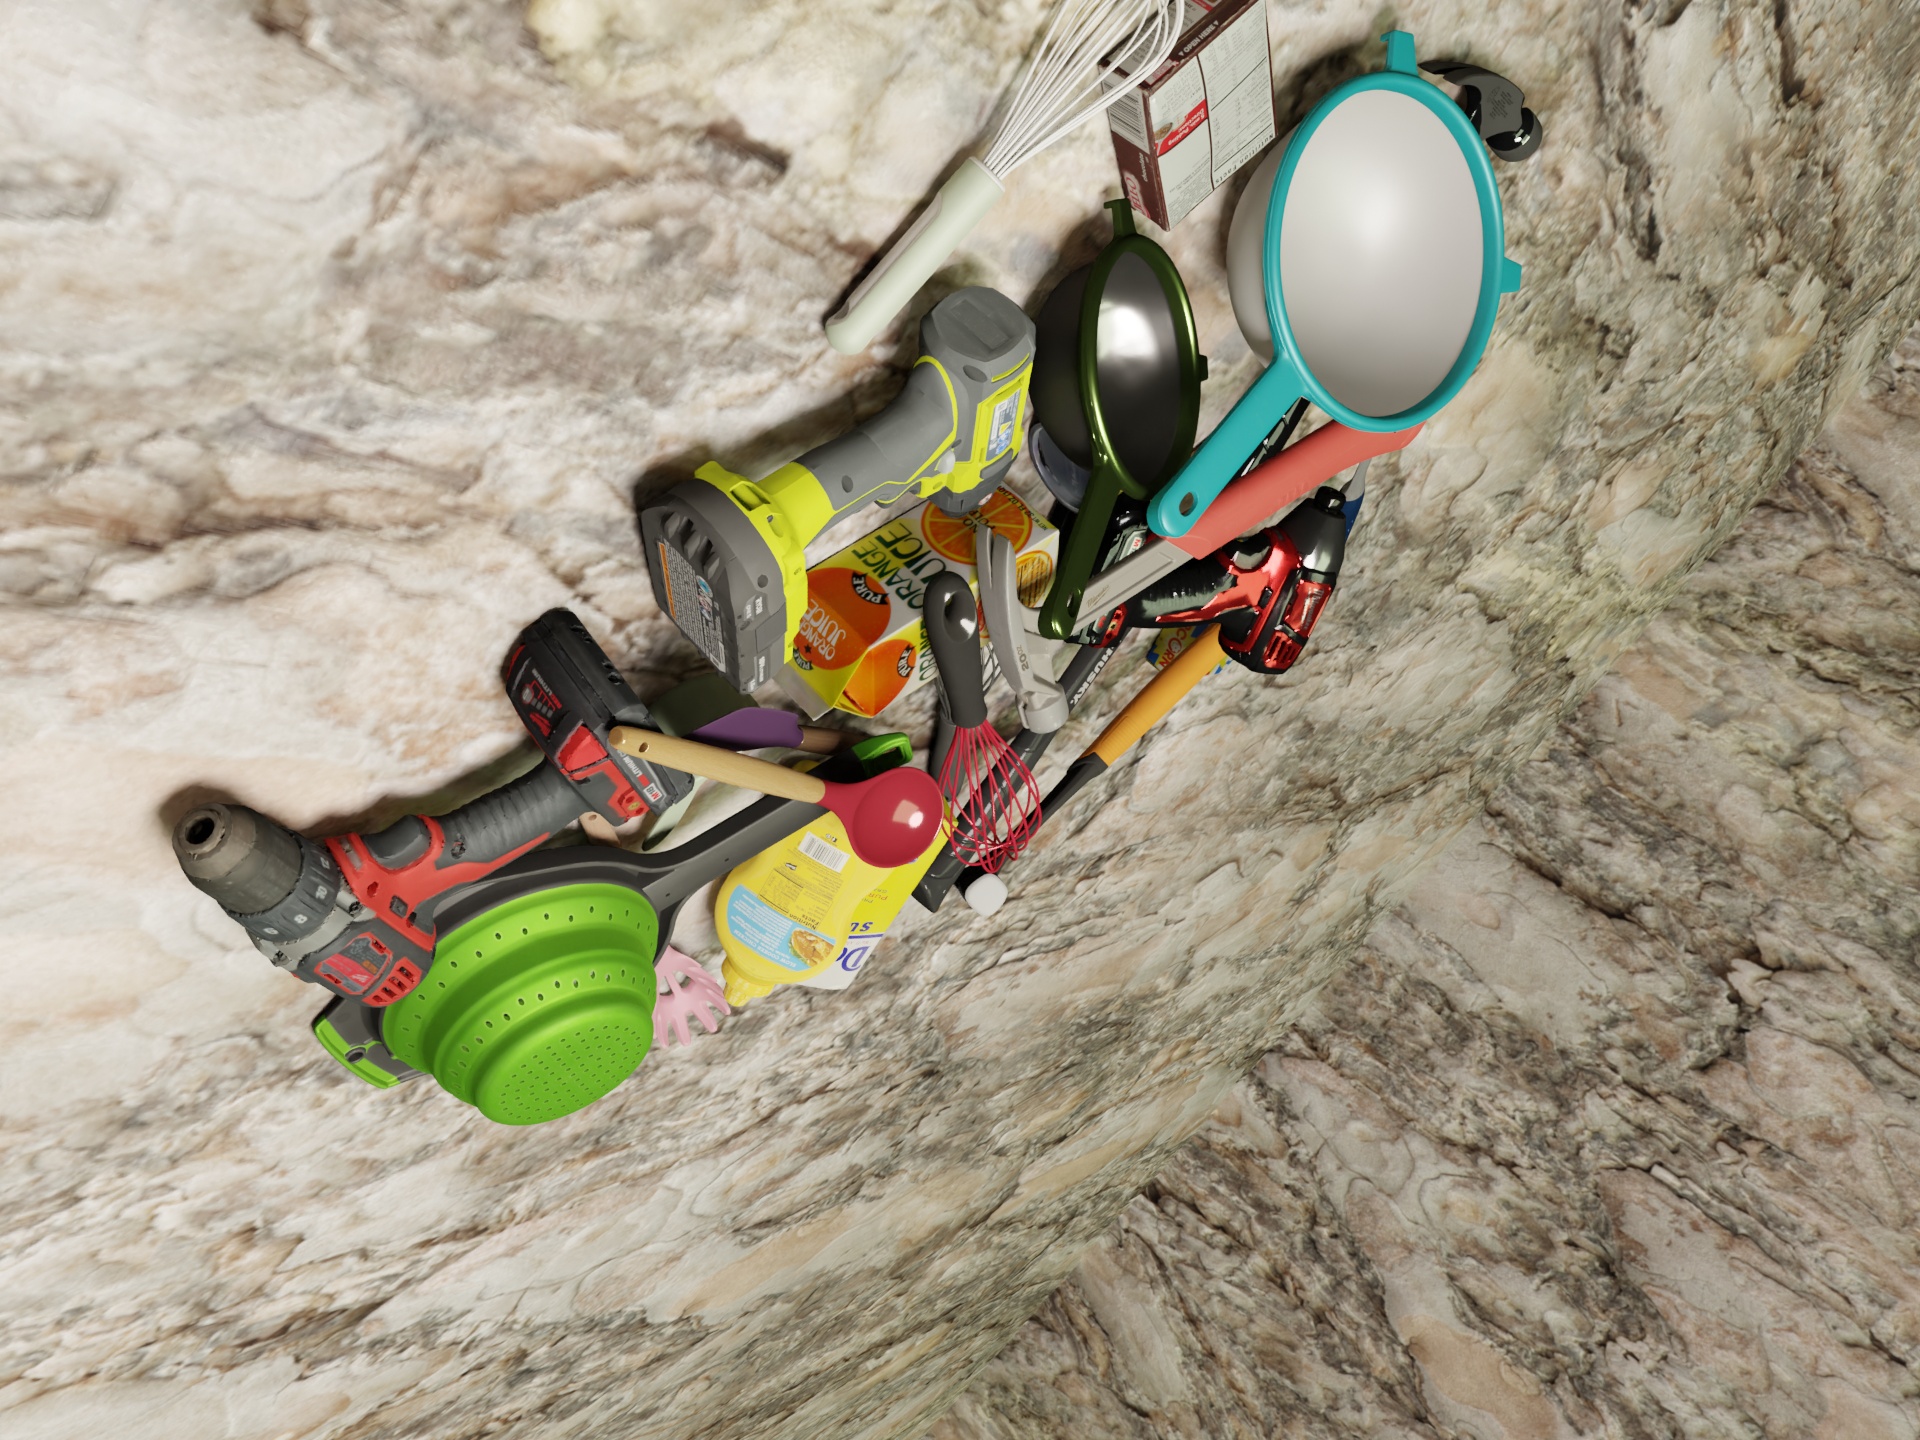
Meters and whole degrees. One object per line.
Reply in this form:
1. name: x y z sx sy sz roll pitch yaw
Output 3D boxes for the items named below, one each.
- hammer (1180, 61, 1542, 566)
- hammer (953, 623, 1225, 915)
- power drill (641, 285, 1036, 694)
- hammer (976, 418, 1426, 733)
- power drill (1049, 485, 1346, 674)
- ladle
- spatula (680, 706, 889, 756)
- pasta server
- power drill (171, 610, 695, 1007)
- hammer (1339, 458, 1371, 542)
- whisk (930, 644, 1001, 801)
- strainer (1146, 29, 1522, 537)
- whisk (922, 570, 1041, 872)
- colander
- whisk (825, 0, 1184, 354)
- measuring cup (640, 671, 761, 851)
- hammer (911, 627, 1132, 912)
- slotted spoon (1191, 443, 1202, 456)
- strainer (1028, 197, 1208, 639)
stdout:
1. hammer: 0.260 -0.268 1.124 0.149 0.036 0.409 9 118 -55
2. hammer: 0.119 0.022 1.296 0.337 0.034 0.127 -44 -167 -2
3. power drill: -0.057 -0.119 0.868 0.223 0.080 0.171 -38 163 -21
4. hammer: 0.165 -0.137 1.016 0.359 0.037 0.149 -33 132 -21
5. power drill: 0.170 -0.110 1.115 0.219 0.079 0.143 5 123 -29
6. ladle: -0.097 0.038 0.913 0.315 0.031 0.069 23 93 -61
7. spatula: -0.098 0.012 0.996 0.060 0.018 0.315 -25 171 12
8. pasta server: -0.211 0.137 1.066 0.060 0.040 0.316 -27 149 -14
9. power drill: -0.266 0.044 0.811 0.226 0.080 0.187 -37 153 -10
10. hammer: 0.317 -0.190 1.291 0.144 0.035 0.405 -45 164 -19
11. whisk: -0.001 -0.004 1.156 0.055 0.055 0.238 -33 156 -23
12. strainer: 0.198 -0.240 0.978 0.340 0.095 0.210 -50 122 -15
13. whisk: 0.008 0.007 1.012 0.073 0.073 0.295 -36 147 -17
14. colander: -0.184 0.136 0.977 0.397 0.095 0.204 -30 149 -11
15. whisk: 0.018 -0.278 0.792 0.059 0.058 0.246 38 101 -29
16. measuring cup: -0.175 0.028 0.970 0.083 0.038 0.167 -25 162 -39
17. hammer: 0.065 0.007 1.232 0.335 0.035 0.146 -55 154 2
18. slotted spoon: 0.265 -0.263 1.187 0.314 0.031 0.070 -38 145 -8
19. strainer: 0.066 -0.157 0.909 0.151 0.069 0.256 48 53 -48
